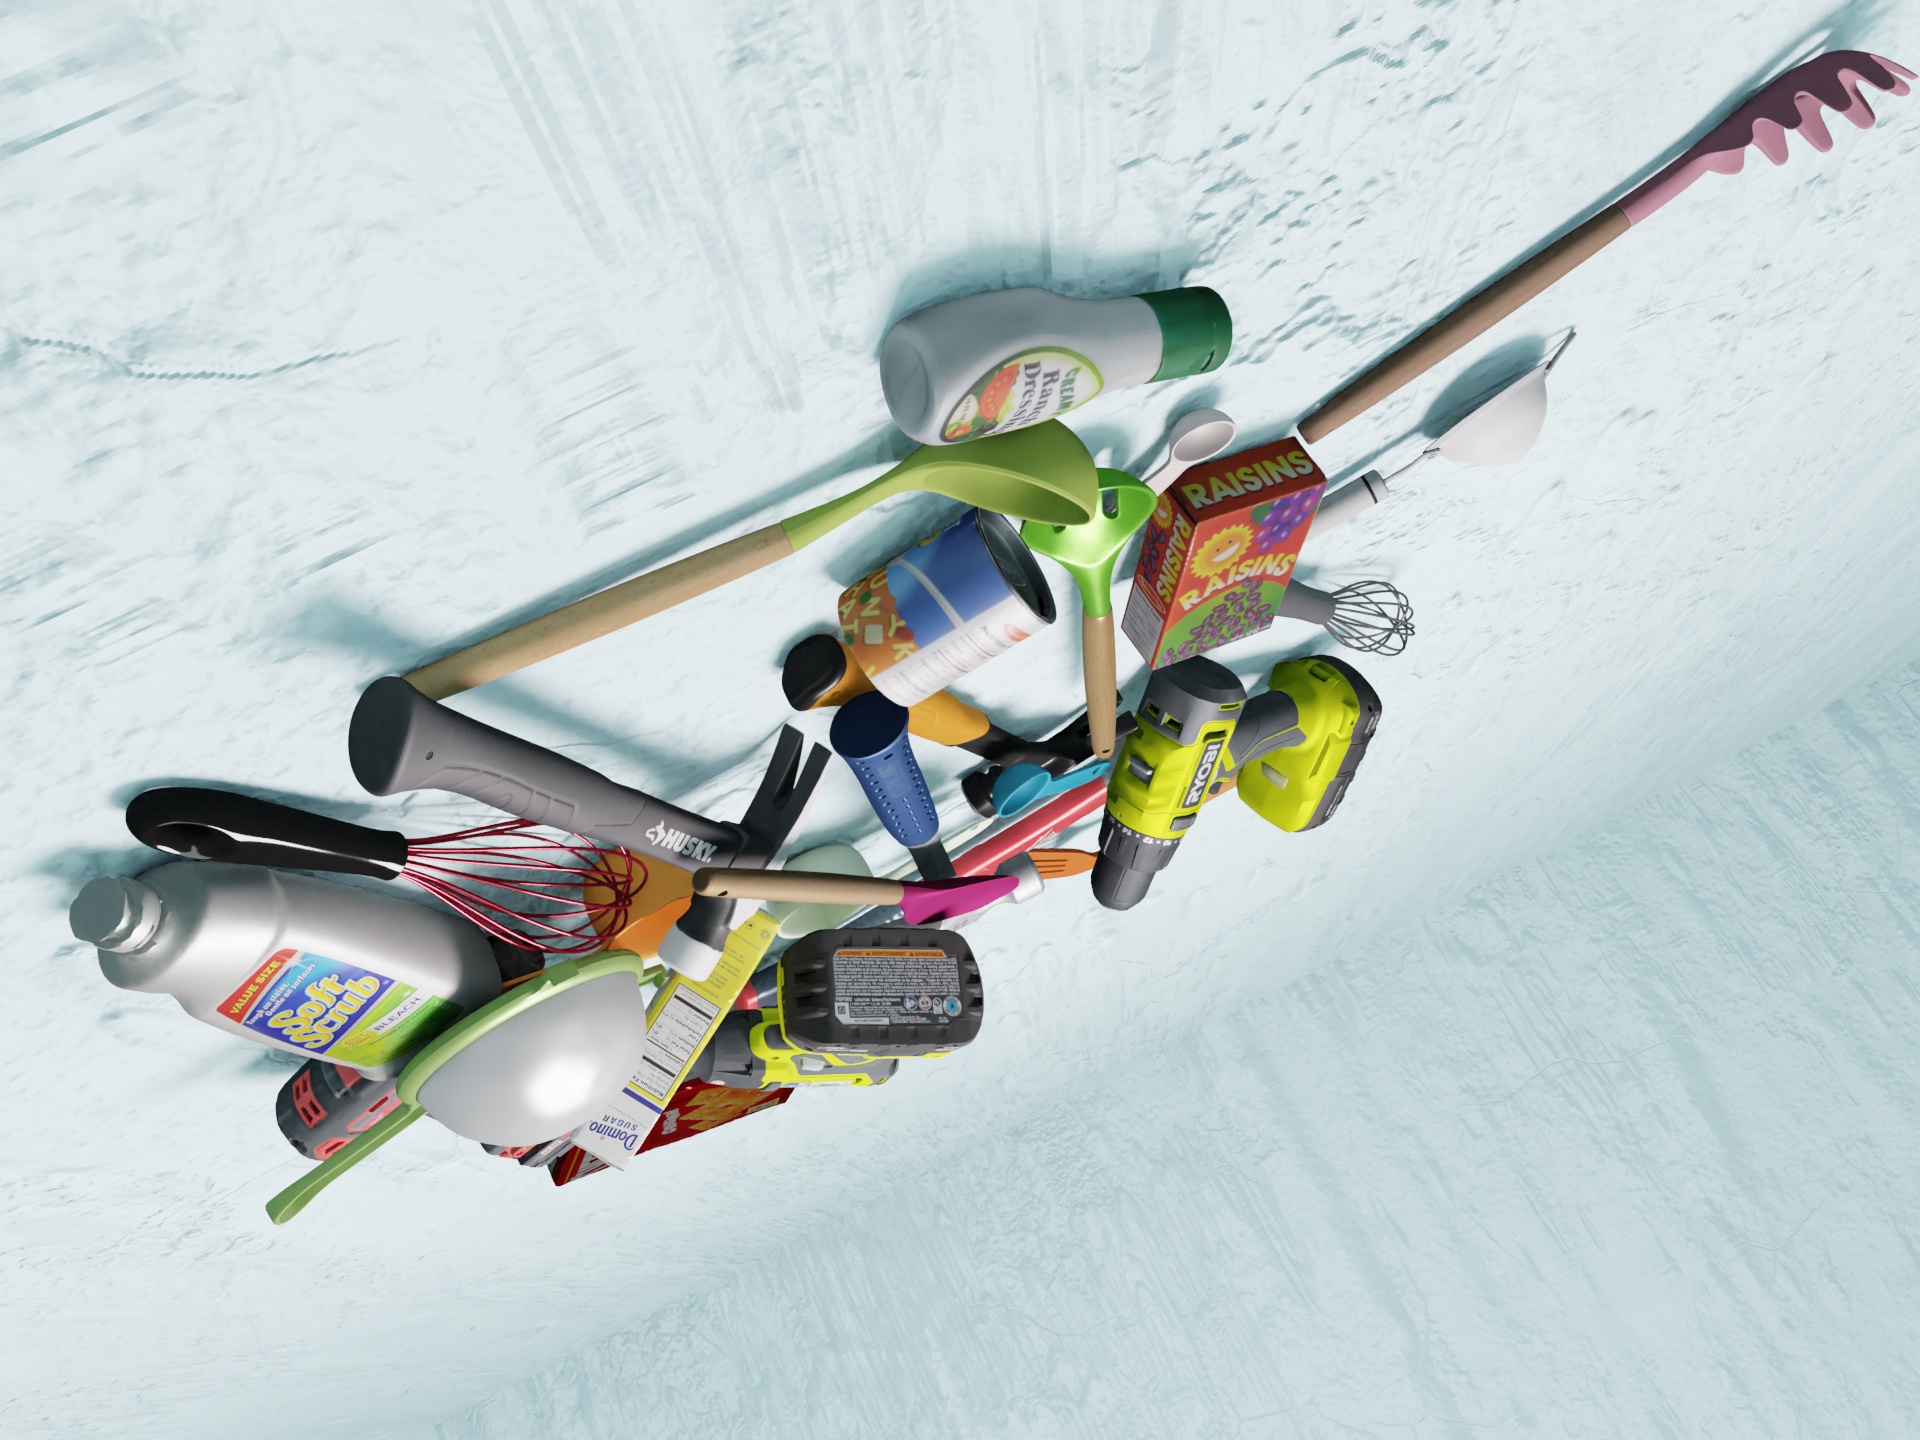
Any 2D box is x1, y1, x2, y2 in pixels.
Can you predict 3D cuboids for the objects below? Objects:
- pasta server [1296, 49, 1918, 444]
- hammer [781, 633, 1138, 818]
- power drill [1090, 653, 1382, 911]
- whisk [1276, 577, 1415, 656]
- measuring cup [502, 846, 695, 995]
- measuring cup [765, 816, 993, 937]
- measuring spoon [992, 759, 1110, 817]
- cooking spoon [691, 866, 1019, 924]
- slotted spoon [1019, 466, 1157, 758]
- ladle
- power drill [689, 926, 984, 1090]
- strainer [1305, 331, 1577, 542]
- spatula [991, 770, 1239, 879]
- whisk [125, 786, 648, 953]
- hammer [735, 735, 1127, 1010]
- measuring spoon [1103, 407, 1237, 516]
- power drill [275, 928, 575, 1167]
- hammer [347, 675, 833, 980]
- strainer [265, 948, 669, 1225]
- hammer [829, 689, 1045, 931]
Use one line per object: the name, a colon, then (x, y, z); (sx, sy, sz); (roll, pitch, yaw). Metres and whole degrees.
pasta server: (0.309, -0.228, 0.791); (0.316, 0.040, 0.060); (-34, 170, 19)
hammer: (-0.001, -0.003, 0.938); (0.127, 0.034, 0.336); (-33, 159, 15)
power drill: (0.192, 0.039, 1.148); (0.228, 0.080, 0.190); (-9, 127, -44)
whisk: (0.238, -0.078, 1.052); (0.055, 0.055, 0.238); (-41, 151, 31)
measuring cup: (-0.214, 0.113, 0.921); (0.173, 0.052, 0.095); (-20, 159, -16)
measuring cup: (-0.058, 0.094, 1.096); (0.167, 0.038, 0.083); (-27, 159, -9)
measuring spoon: (0.059, 0.035, 1.039); (0.128, 0.021, 0.042); (-13, 146, -54)
cooking spoon: (-0.053, 0.099, 0.933); (0.069, 0.017, 0.318); (-32, 159, 22)
slotted spoon: (0.074, -0.050, 0.884); (0.070, 0.031, 0.313); (-13, 153, 0)
ladle: (-0.093, -0.056, 0.670); (0.320, 0.062, 0.078); (-23, 178, -5)
power drill: (-0.095, 0.209, 1.092); (0.171, 0.080, 0.223); (5, 156, -26)
strainer: (0.251, -0.139, 0.930); (0.258, 0.050, 0.087); (-29, 174, 12)
spatula: (0.173, 0.069, 1.348); (0.322, 0.041, 0.081); (-27, 160, -15)
whisk: (-0.257, 0.068, 0.760); (0.073, 0.073, 0.295); (-36, 152, 19)
hammer: (-0.009, 0.129, 1.238); (0.386, 0.038, 0.143); (-32, 161, 10)
measuring spoon: (0.091, -0.122, 0.809); (0.034, 0.018, 0.124); (-1, 154, -39)
power drill: (-0.296, 0.211, 1.021); (0.188, 0.080, 0.226); (-39, 154, 8)
hammer: (-0.163, 0.037, 0.742); (0.146, 0.035, 0.334); (-58, 157, -3)
strainer: (-0.275, 0.226, 0.895); (0.256, 0.069, 0.151); (-36, 166, 2)
hammer: (-0.029, 0.076, 0.983); (0.144, 0.035, 0.405); (-27, 159, -3)
